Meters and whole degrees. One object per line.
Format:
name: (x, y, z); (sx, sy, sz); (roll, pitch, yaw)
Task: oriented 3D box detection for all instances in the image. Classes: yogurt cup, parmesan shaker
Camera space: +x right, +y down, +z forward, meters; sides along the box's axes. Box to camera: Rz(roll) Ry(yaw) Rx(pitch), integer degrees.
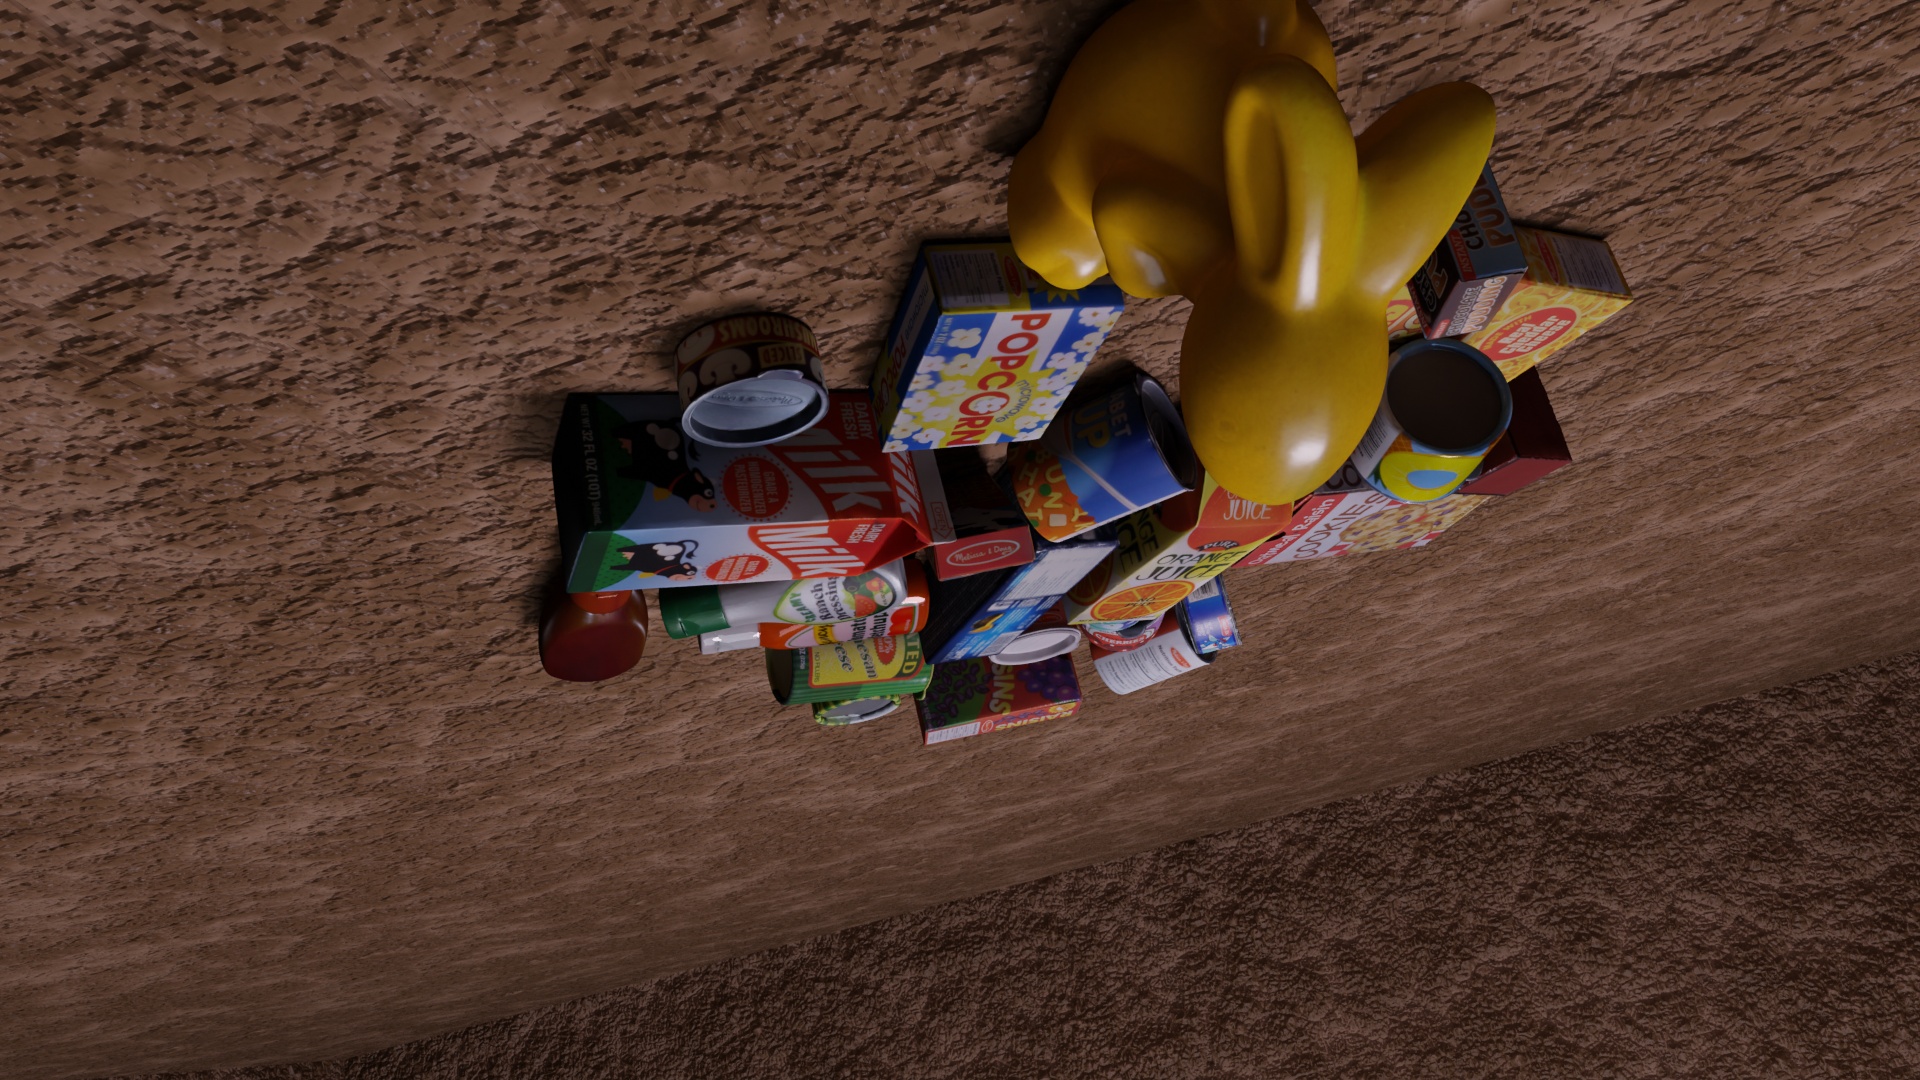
yogurt cup: (0.048, 0.054, 1.006); (0.072, 0.054, 0.072); (-12, 159, -4)
parmesan shaker: (-0.078, 0.081, 0.973); (0.103, 0.071, 0.071); (-3, 157, -25)

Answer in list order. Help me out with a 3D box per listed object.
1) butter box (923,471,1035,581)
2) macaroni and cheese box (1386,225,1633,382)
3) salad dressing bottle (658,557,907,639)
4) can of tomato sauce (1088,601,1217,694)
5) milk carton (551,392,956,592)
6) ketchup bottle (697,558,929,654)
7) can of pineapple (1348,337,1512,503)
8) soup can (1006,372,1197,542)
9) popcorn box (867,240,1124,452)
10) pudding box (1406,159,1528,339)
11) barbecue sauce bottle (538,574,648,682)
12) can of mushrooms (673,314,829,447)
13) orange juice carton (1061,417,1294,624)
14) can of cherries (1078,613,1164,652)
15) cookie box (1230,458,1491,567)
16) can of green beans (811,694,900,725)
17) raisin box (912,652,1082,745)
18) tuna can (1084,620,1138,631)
butter box: (0.003, -0.010, 0.770); (0.053, 0.024, 0.104); (-11, -159, -8)
macaroni and cheese box: (0.238, -0.112, 0.712); (0.167, 0.040, 0.123); (0, 155, -31)
salad dressing bottle: (-0.108, 0.029, 0.852); (0.148, 0.044, 0.064); (-12, 137, 1)
can of tomato sauce: (0.156, 0.081, 1.130); (0.083, 0.071, 0.071); (-25, 156, 29)
milk carton: (-0.096, -0.025, 0.684); (0.191, 0.072, 0.073); (-4, 157, -25)
ketchup bottle: (-0.097, 0.045, 0.908); (0.149, 0.044, 0.064); (-8, 153, -14)
can of pineapple: (0.233, -0.059, 0.690); (0.071, 0.071, 0.057); (-12, 159, -5)
soup can: (0.075, -0.045, 0.753); (0.083, 0.071, 0.071); (-23, 157, 24)
popcorn box: (0.012, -0.087, 0.638); (0.085, 0.038, 0.126); (-7, 158, -19)
pudding box: (0.201, -0.132, 0.576); (0.030, 0.084, 0.049); (-10, 159, -2)
barbecue sauce bottle: (-0.215, 0.040, 0.822); (0.065, 0.044, 0.148); (-6, 158, -20)
can of mushrooms: (-0.093, -0.072, 0.621); (0.071, 0.033, 0.070); (-11, 159, -4)
orange juice carton: (0.131, -0.018, 0.844); (0.072, 0.073, 0.191); (-1, 156, -29)
can of cherries: (0.115, 0.044, 0.997); (0.071, 0.071, 0.058); (-12, 160, -3)
cookie box: (0.278, -0.028, 0.956); (0.168, 0.040, 0.122); (-6, 158, -19)
can of green beans: (-0.083, 0.101, 1.042); (0.071, 0.058, 0.071); (-12, 159, -4)
raisin box: (0.023, 0.100, 1.065); (0.123, 0.086, 0.040); (-10, 154, -9)
tuna can: (0.101, 0.029, 0.952); (0.071, 0.071, 0.032); (-12, 159, -5)
